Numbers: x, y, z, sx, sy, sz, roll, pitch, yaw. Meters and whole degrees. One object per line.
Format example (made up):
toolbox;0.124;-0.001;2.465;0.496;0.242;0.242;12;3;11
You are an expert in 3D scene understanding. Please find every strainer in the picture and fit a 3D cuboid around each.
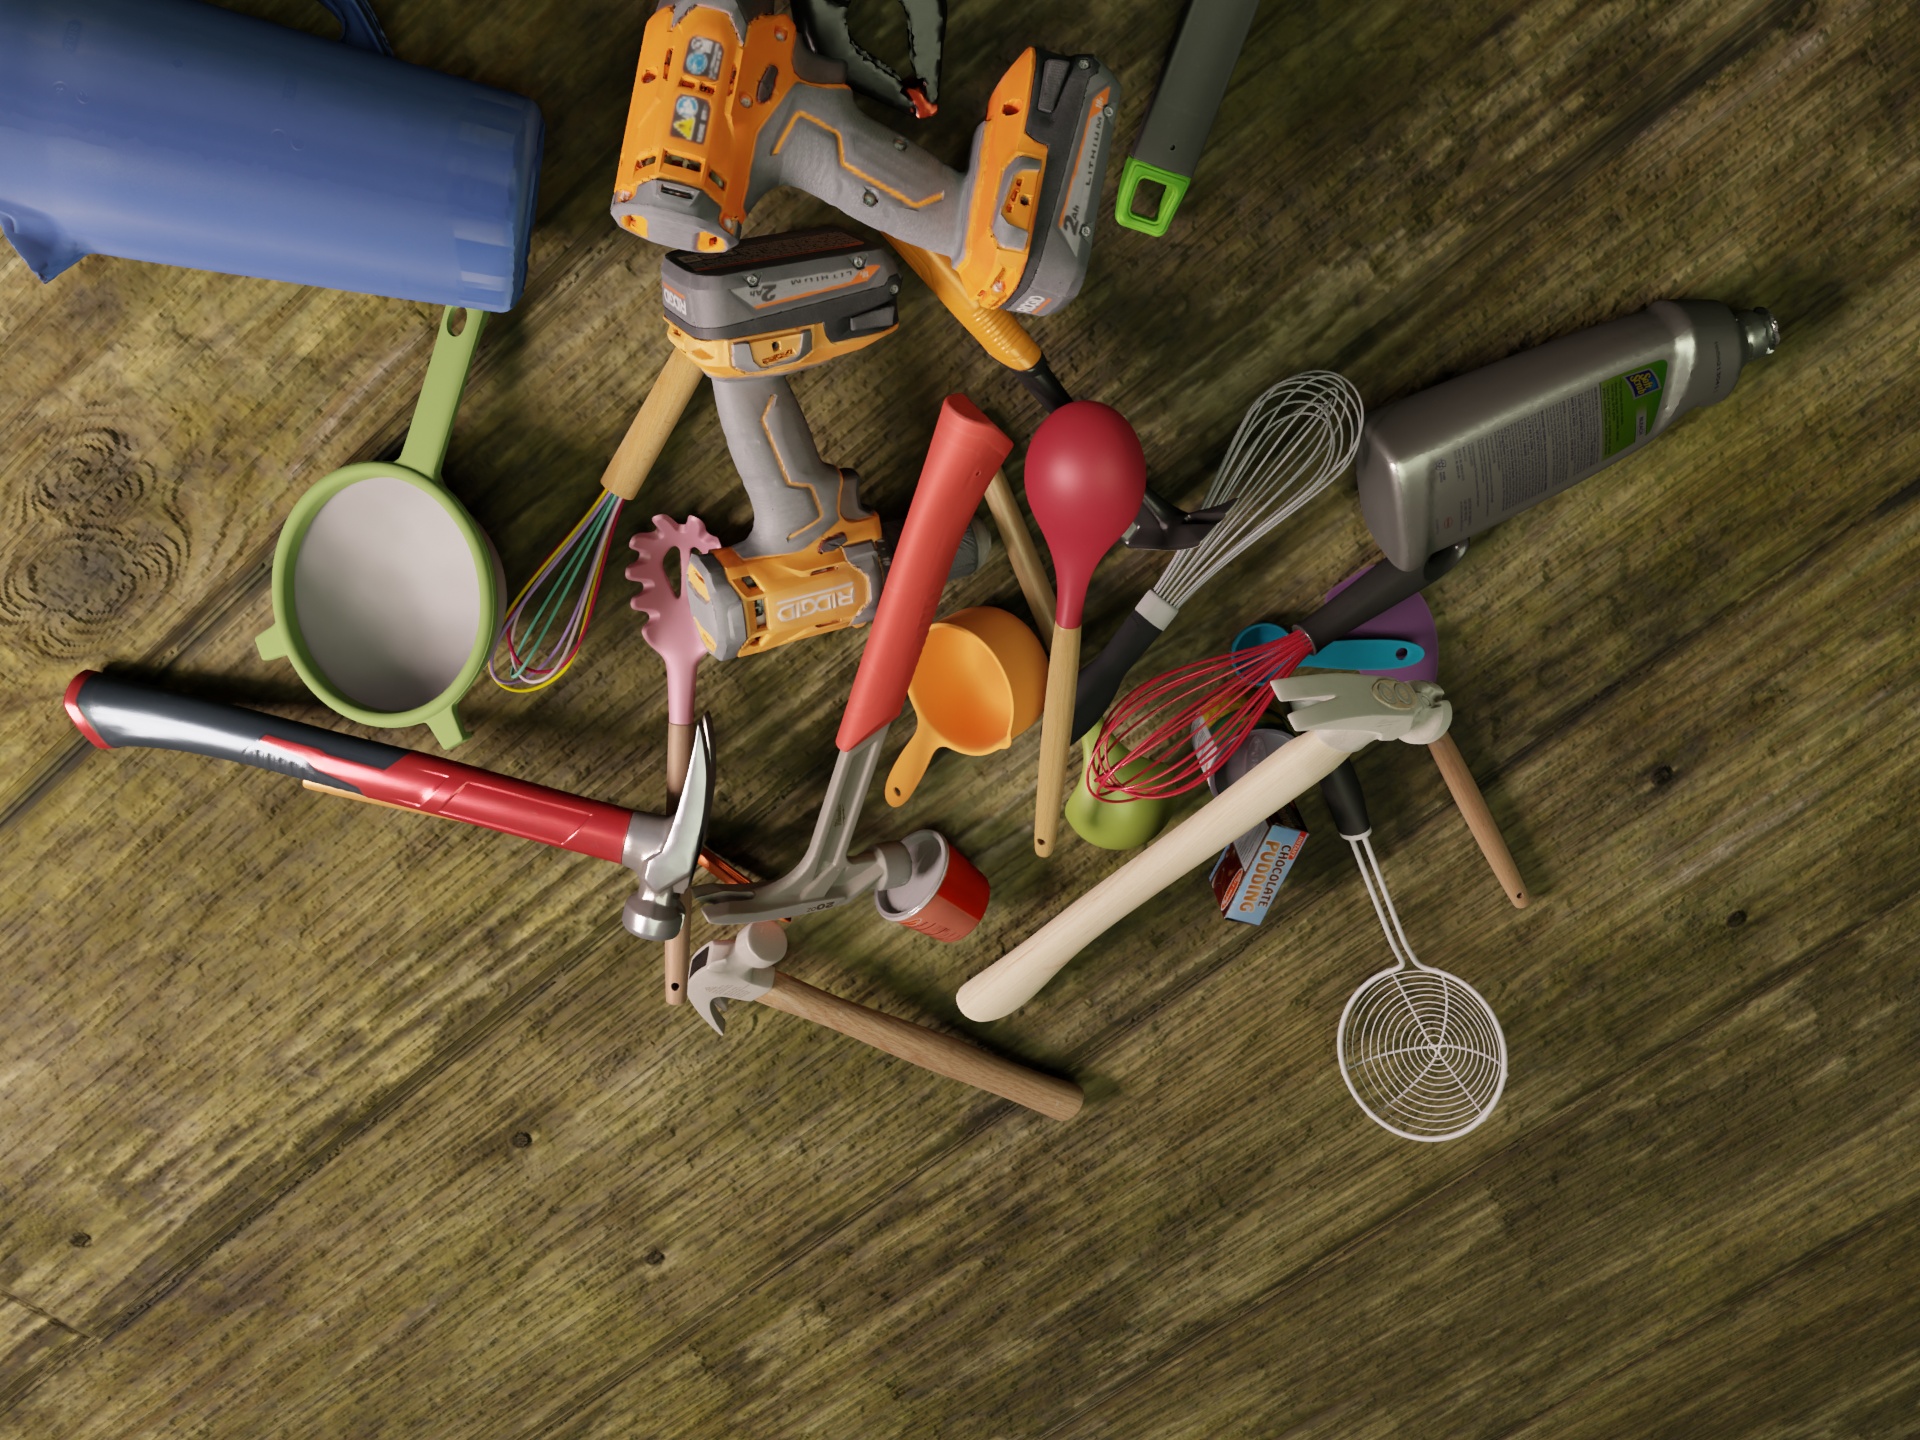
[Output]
strainer;-0.300;-0.122;0.913;0.151;0.069;0.256;23;102;15

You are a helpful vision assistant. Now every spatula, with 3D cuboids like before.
spatula;-0.265;0.079;1.040;0.322;0.081;0.041;12;90;-9
spatula;0.335;0.019;1.096;0.060;0.018;0.315;-30;118;8

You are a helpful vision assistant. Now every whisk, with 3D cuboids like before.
whisk;0.200;-0.039;0.997;0.296;0.073;0.073;-34;120;-7
whisk;0.139;-0.093;0.964;0.070;0.070;0.284;33;103;-23
whisk;-0.210;-0.117;0.938;0.047;0.051;0.245;30;107;-12

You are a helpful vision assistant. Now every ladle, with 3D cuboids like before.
ladle;0.060;-0.037;0.926;0.069;0.031;0.315;19;131;19
ladle;0.062;-0.050;1.016;0.078;0.062;0.320;-23;113;3

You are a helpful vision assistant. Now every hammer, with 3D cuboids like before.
hammer;-0.047;0.228;1.144;0.331;0.031;0.130;27;141;-28
hammer;-0.053;-0.024;0.933;0.149;0.037;0.358;-7;132;-34
hammer;-0.341;0.018;0.958;0.386;0.038;0.143;15;106;-1
hammer;0.119;0.095;1.020;0.146;0.038;0.410;1;146;-42
hammer;0.018;-0.220;0.873;0.034;0.127;0.336;-48;111;-9

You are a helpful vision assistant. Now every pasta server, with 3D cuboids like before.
pasta server;-0.175;0.029;0.984;0.060;0.040;0.316;3;103;0

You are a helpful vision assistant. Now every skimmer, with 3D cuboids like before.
skimmer;0.290;0.142;1.120;0.127;0.090;0.363;-6;124;34

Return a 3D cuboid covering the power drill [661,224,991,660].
power drill;-0.071;-0.156;0.898;0.185;0.084;0.226;-16;122;-22

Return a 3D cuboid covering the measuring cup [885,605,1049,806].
measuring cup;-0.002;-0.003;1.021;0.095;0.052;0.173;47;138;13

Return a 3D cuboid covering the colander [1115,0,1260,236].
colander;0.166;-0.423;0.772;0.204;0.095;0.397;13;117;-14

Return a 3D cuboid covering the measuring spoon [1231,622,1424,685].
measuring spoon;0.239;-0.046;1.042;0.128;0.021;0.042;0;109;-5

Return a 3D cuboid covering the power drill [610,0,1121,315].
power drill;-0.043;-0.296;0.775;0.226;0.084;0.164;10;91;-11
